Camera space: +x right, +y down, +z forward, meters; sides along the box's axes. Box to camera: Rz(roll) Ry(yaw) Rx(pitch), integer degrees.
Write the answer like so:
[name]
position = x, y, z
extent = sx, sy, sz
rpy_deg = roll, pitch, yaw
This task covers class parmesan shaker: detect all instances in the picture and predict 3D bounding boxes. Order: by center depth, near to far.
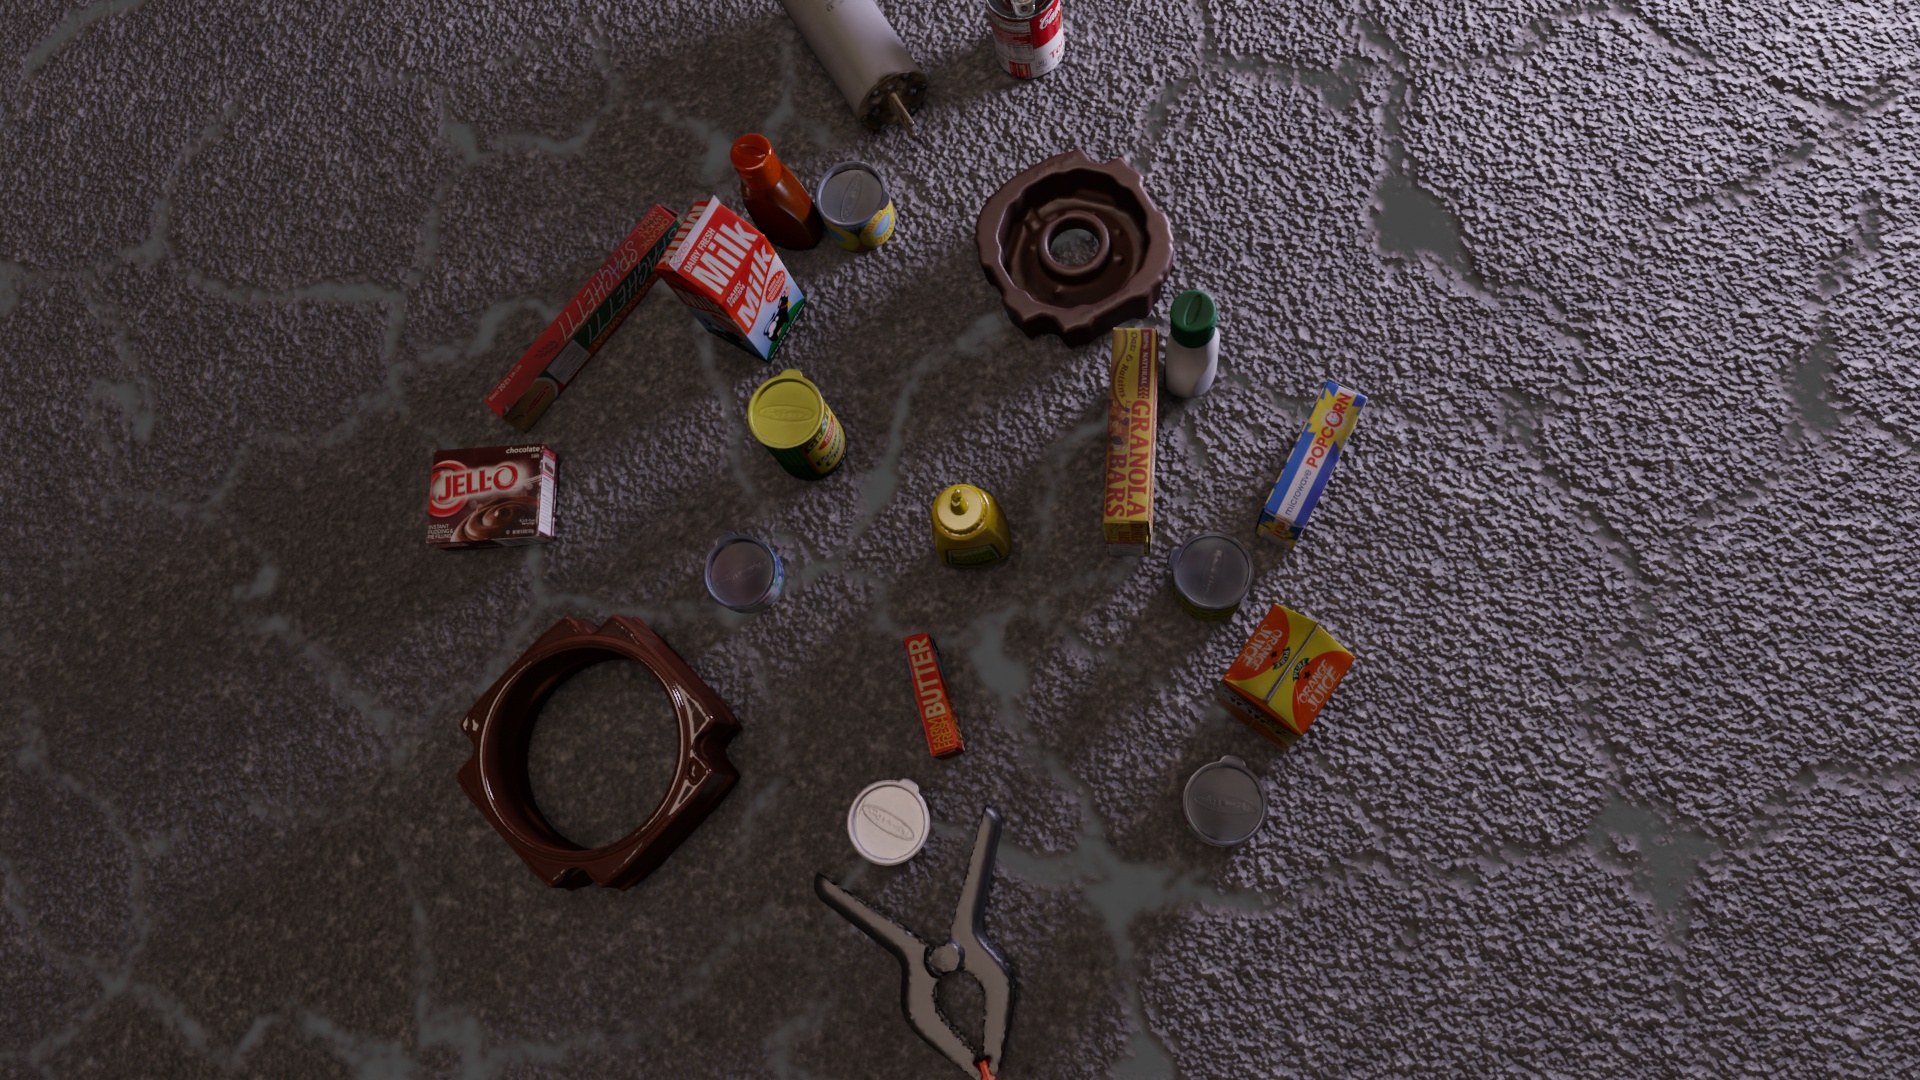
[parmesan shaker]
position = -0.140, -0.100, 1.220
extent = 0.071, 0.103, 0.071
rpy_deg = -2, 76, 8

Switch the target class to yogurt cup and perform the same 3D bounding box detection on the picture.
[yogurt cup]
position = -0.056, 0.234, 1.149
extent = 0.072, 0.054, 0.072
rpy_deg = -2, 76, 7

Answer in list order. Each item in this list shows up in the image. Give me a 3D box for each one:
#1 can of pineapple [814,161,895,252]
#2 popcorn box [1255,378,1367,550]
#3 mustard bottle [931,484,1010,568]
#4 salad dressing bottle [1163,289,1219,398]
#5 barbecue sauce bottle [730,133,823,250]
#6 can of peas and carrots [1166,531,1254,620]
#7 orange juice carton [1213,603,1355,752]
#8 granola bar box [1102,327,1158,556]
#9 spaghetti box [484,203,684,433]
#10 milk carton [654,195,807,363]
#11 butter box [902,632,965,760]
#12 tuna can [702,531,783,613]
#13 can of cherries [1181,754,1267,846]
[can of pineapple]
position = -0.095, -0.308, 1.290
extent = 0.071, 0.057, 0.071
rpy_deg = -2, 76, 7
[popcorn box]
position = 0.292, -0.061, 1.160
extent = 0.038, 0.085, 0.127
rpy_deg = 26, 81, 13
[mustard bottle]
position = 0.004, -0.014, 1.149
extent = 0.065, 0.160, 0.049
rpy_deg = -8, 76, 6
[salad dressing bottle]
position = 0.194, -0.165, 1.168
extent = 0.044, 0.147, 0.064
rpy_deg = 21, 80, 12
[barbecue sauce bottle]
position = -0.170, -0.314, 1.255
extent = 0.065, 0.148, 0.044
rpy_deg = 17, 79, 12
[can of peas and carrots]
position = 0.208, 0.030, 1.162
extent = 0.071, 0.058, 0.071
rpy_deg = -2, 76, 7
[orange juice carton]
position = 0.248, 0.106, 1.068
extent = 0.073, 0.192, 0.072
rpy_deg = 35, 84, 14
[granola bar box]
position = 0.144, -0.079, 1.165
extent = 0.039, 0.124, 0.166
rpy_deg = 2, 76, 9
[spaghetti box]
position = -0.346, -0.209, 1.303
extent = 0.029, 0.050, 0.250
rpy_deg = 37, 83, 15
[milk carton]
position = -0.204, -0.231, 1.216
extent = 0.073, 0.190, 0.072
rpy_deg = 28, 82, 13
[butter box]
position = -0.022, 0.132, 1.171
extent = 0.024, 0.053, 0.103
rpy_deg = -16, 74, 4
[tuna can]
position = -0.193, 0.028, 1.231
extent = 0.071, 0.032, 0.071
rpy_deg = -2, 76, 7
[can of cherries]
position = 0.212, 0.210, 1.116
extent = 0.071, 0.058, 0.071
rpy_deg = -2, 76, 7
